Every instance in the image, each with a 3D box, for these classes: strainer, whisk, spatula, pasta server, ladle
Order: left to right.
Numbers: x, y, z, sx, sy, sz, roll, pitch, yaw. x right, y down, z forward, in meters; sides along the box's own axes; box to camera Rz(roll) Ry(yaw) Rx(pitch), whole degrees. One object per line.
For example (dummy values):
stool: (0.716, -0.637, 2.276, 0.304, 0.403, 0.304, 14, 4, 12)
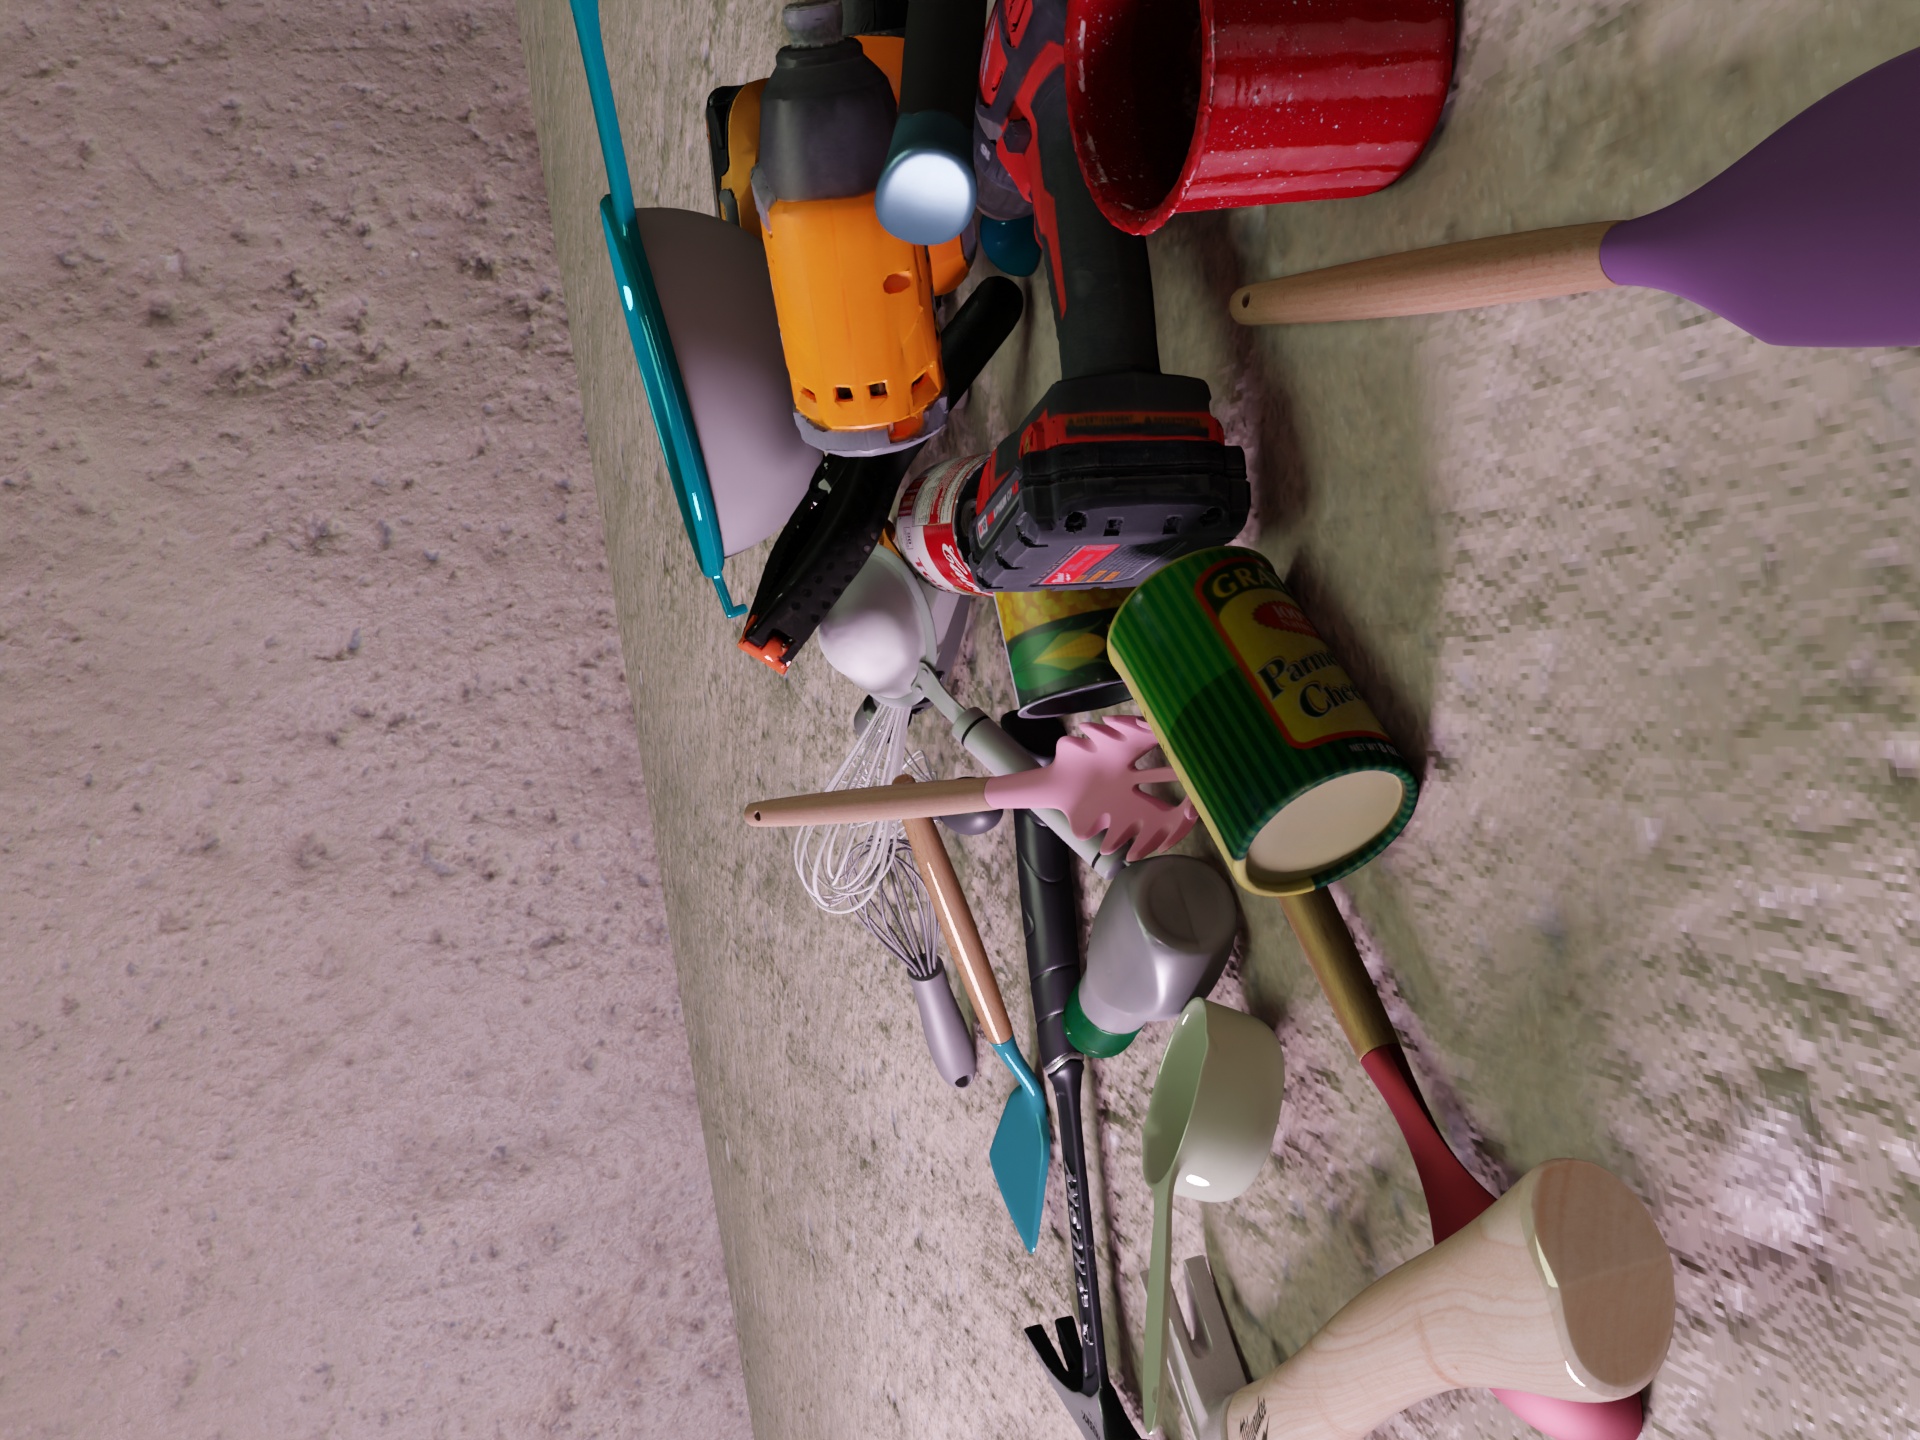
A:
strainer: (-0.128, -0.234, 0.831, 0.340, 0.095, 0.211, 87, 164, -48)
whisk: (-0.032, -0.012, 0.850, 0.059, 0.057, 0.246, 26, 100, 36)
whisk: (-0.023, 0.044, 0.917, 0.284, 0.070, 0.070, 176, 85, -76)
whisk: (-0.024, 0.154, 0.972, 0.055, 0.055, 0.238, -121, 11, -48)
pasta server: (-0.008, 0.037, 0.748, 0.316, 0.040, 0.060, -8, 93, 45)
strainer: (-0.001, -0.002, 0.774, 0.259, 0.050, 0.086, 43, 137, 23)
spatula: (0.006, 0.161, 0.881, 0.082, 0.044, 0.317, -122, 11, -58)
ladle: (0.134, 0.090, 0.546, 0.069, 0.031, 0.316, 102, 154, -50)
spatula: (0.148, -0.117, 0.398, 0.316, 0.018, 0.060, -153, 73, -69)

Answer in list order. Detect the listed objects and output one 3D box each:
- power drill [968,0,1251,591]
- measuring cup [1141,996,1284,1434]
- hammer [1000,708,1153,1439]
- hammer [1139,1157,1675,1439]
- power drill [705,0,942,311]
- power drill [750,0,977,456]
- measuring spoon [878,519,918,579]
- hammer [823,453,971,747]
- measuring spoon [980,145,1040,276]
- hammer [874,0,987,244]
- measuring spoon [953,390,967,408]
power drill: (0.039, -0.166, 0.607, 0.188, 0.080, 0.227, 149, 117, -78)
measuring cup: (0.093, 0.184, 0.594, 0.083, 0.038, 0.168, 109, 175, -49)
hammer: (0.056, 0.196, 0.833, 0.149, 0.036, 0.409, -157, 59, -71)
hammer: (0.128, 0.212, 0.536, 0.410, 0.038, 0.146, 96, 158, -58)
power drill: (-0.077, -0.325, 0.894, 0.226, 0.084, 0.185, -144, 47, -60)
power drill: (-0.041, -0.227, 0.666, 0.227, 0.084, 0.164, -88, -9, -59)
measuring spoon: (-0.028, -0.088, 0.986, 0.021, 0.011, 0.117, 98, 152, -44)
hammer: (-0.091, -0.158, 0.975, 0.335, 0.035, 0.146, 62, 146, 21)
measuring spoon: (0.018, -0.265, 0.718, 0.042, 0.021, 0.128, -133, 35, -60)
hammer: (-0.002, -0.281, 0.573, 0.128, 0.033, 0.331, 110, 167, -51)
measuring spoon: (-0.024, -0.209, 0.885, 0.124, 0.018, 0.034, -121, 27, -48)
